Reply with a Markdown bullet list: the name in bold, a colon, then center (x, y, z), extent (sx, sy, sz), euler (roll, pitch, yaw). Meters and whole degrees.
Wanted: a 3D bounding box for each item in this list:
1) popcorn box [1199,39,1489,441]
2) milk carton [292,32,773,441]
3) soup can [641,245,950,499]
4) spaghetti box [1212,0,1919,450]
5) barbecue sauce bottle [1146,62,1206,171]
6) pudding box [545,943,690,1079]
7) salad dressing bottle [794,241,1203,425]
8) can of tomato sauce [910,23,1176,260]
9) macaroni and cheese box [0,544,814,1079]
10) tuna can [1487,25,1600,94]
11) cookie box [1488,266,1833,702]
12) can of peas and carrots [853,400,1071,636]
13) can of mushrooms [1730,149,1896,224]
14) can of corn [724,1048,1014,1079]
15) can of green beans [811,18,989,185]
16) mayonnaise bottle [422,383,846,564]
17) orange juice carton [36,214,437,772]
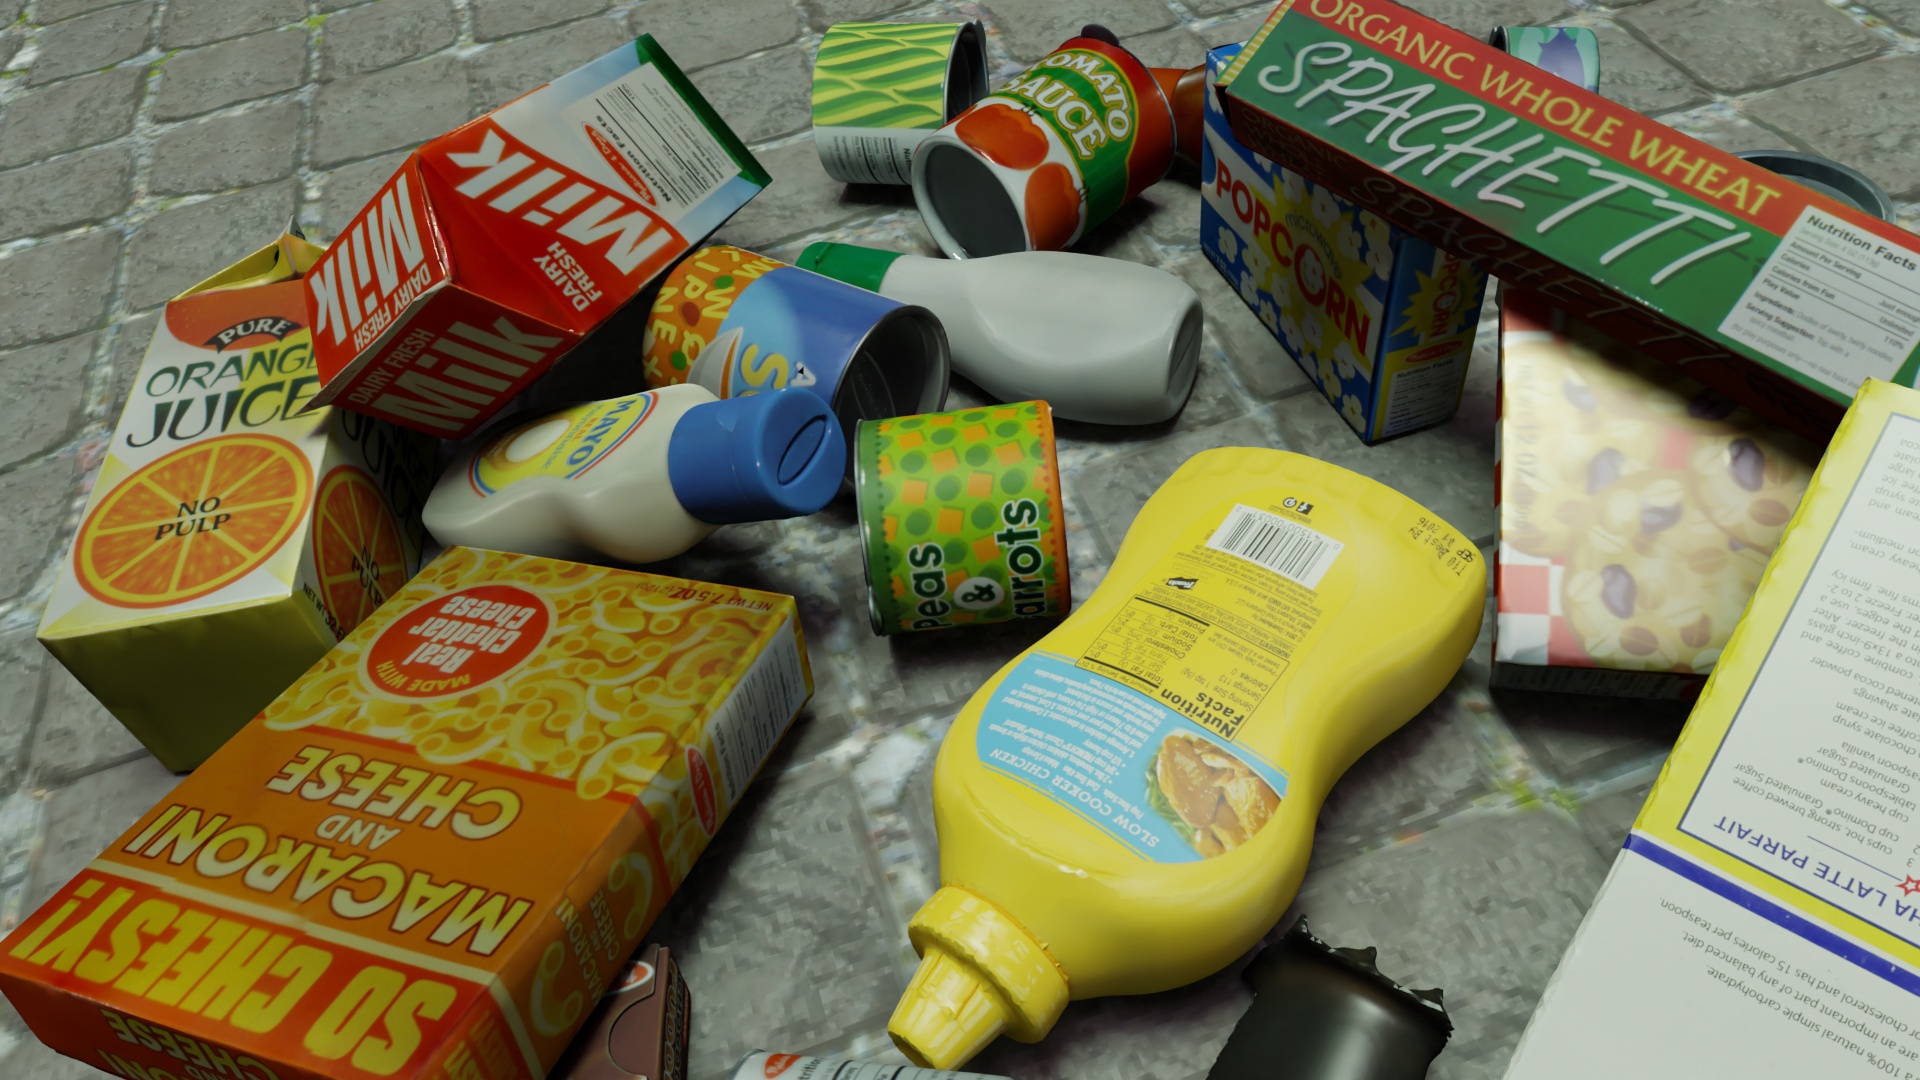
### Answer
- **popcorn box**: center (0.127, -0.107, 0.475), extent (0.038, 0.084, 0.127), euler (-19, 48, -9)
- **milk carton**: center (-0.146, -0.101, 0.472), extent (0.072, 0.073, 0.191), euler (-31, 18, 32)
- **soup can**: center (-0.058, -0.057, 0.473), extent (0.084, 0.071, 0.072), euler (22, 55, 26)
- **spaghetti box**: center (0.183, -0.080, 0.367), extent (0.250, 0.028, 0.050), euler (36, 85, 24)
- **barbecue sauce bottle**: center (0.124, -0.166, 0.548), extent (0.148, 0.064, 0.044), euler (14, 50, 31)
- **pudding box**: center (-0.109, 0.131, 0.335), extent (0.084, 0.030, 0.050), euler (-9, 46, 1)
- **salad dressing bottle**: center (0.010, -0.079, 0.498), extent (0.148, 0.043, 0.064), euler (14, 53, 22)
- **can of tomato sauce**: center (0.032, -0.148, 0.537), extent (0.071, 0.070, 0.083), euler (33, 61, 32)
- **macaroni and cheese box**: center (-0.130, 0.069, 0.359), extent (0.124, 0.040, 0.167), euler (7, 37, 21)
- **tuna can**: center (0.215, -0.161, 0.523), extent (0.033, 0.070, 0.071), euler (5, 49, 11)
- **cookie box**: center (0.232, -0.018, 0.371), extent (0.167, 0.040, 0.123), euler (2, 73, 18)
- **can of peas and carrots**: center (0.001, -0.005, 0.417), extent (0.059, 0.070, 0.071), euler (-7, 48, 2)
- **can of mushrooms**: center (0.281, -0.103, 0.483), extent (0.071, 0.033, 0.071), euler (-4, 48, 4)
- **can of corn**: center (-0.020, 0.145, 0.287), extent (0.058, 0.070, 0.071), euler (2, 49, 10)
- **can of green beans**: center (-0.024, -0.182, 0.579), extent (0.058, 0.071, 0.071), euler (6, 50, 15)
- **mayonnaise bottle**: center (-0.101, -0.020, 0.427), extent (0.148, 0.041, 0.065), euler (-5, 41, 38)
- **orange juice carton**: center (-0.227, -0.026, 0.467), extent (0.073, 0.071, 0.193), euler (-10, 48, -1)
